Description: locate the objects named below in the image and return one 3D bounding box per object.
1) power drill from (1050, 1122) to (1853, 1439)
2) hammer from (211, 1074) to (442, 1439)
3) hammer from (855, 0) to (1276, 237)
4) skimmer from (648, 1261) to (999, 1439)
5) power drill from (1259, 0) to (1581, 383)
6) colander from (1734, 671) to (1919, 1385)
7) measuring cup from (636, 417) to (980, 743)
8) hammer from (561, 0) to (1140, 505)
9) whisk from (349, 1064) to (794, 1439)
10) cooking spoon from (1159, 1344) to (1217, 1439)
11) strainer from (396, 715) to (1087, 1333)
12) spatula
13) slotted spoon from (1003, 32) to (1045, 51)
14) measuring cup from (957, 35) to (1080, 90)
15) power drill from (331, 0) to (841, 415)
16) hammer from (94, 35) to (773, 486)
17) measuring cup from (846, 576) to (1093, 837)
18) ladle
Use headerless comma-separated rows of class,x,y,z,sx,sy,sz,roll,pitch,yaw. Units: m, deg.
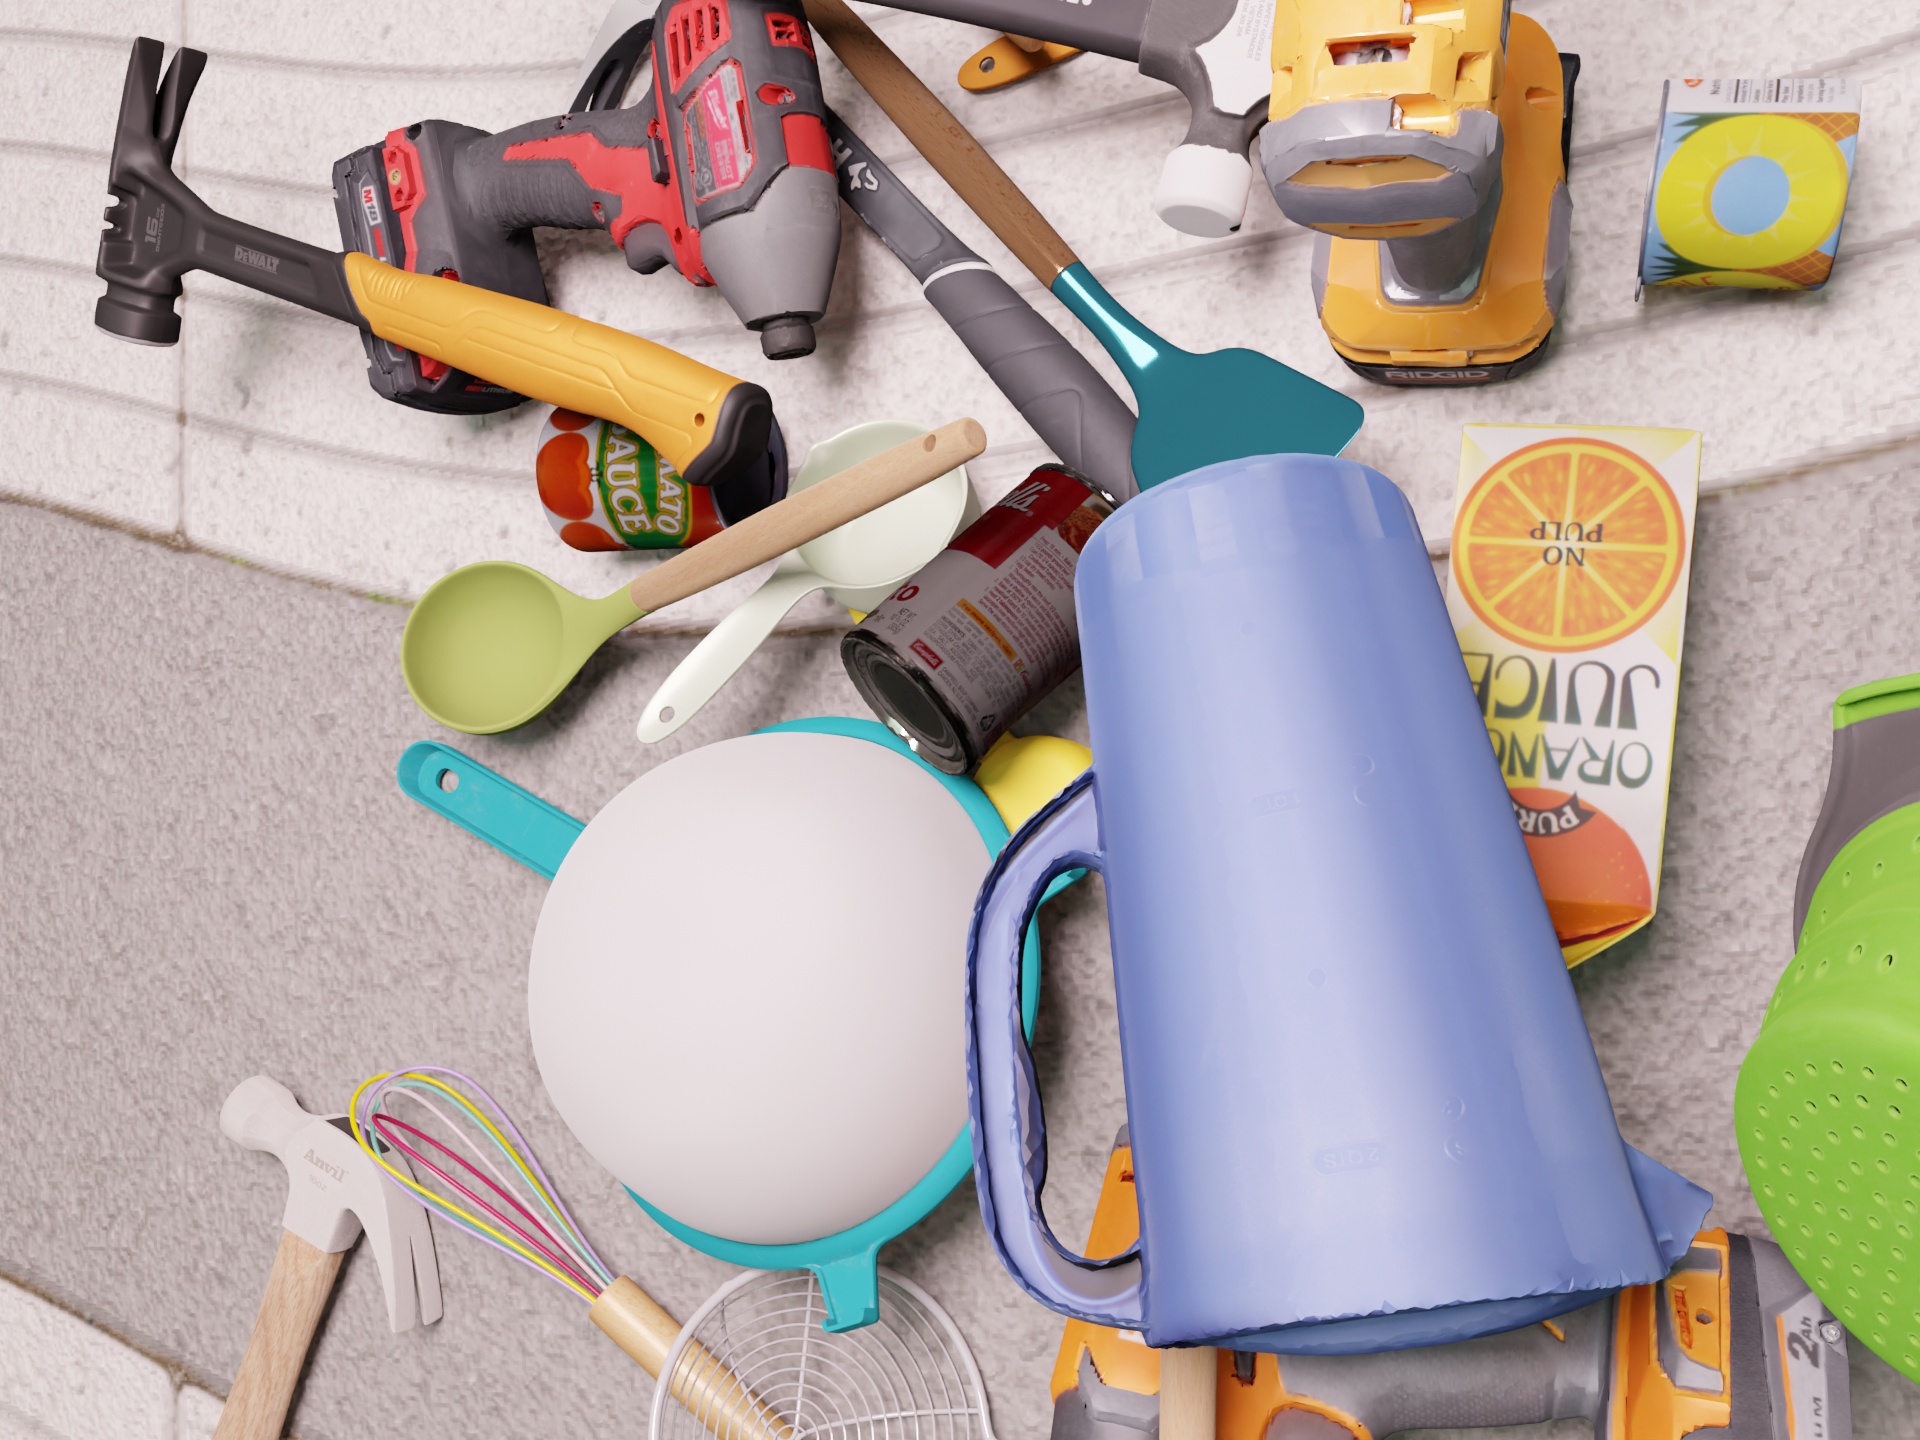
power drill,0.138,0.218,0.484,0.226,0.084,0.164,5,47,20
hammer,-0.325,0.339,0.716,0.130,0.031,0.331,21,93,23
hammer,-0.046,-0.278,0.565,0.335,0.035,0.146,14,87,5
skimmer,0.074,0.250,0.536,0.363,0.090,0.127,-4,54,19
power drill,0.144,-0.214,0.484,0.084,0.226,0.185,5,86,22
colander,0.301,0.184,0.408,0.094,0.204,0.397,-22,93,-19
measuring cup,-0.060,-0.047,0.631,0.167,0.038,0.083,-45,62,-2
hammer,-0.017,-0.189,0.649,0.149,0.036,0.409,-44,71,13
whisk,-0.165,0.227,0.659,0.245,0.047,0.051,35,90,17
cooking spoon,0.076,0.109,0.519,0.069,0.017,0.319,-6,54,19
strainer,-0.134,0.067,0.612,0.341,0.095,0.211,24,86,31
spatula,0.021,-0.187,0.592,0.082,0.044,0.318,-44,72,18
slotted spoon,-0.063,-0.379,0.671,0.314,0.070,0.031,50,144,19
measuring cup,0.070,-0.296,0.615,0.173,0.052,0.095,-20,77,16
power drill,-0.147,-0.200,0.655,0.220,0.078,0.143,-9,93,29
hammer,-0.217,-0.172,0.633,0.337,0.034,0.127,23,107,21
measuring cup,-0.001,-0.002,0.624,0.062,0.029,0.157,-45,72,12
ladle,-0.115,-0.058,0.605,0.320,0.062,0.078,-17,69,43
